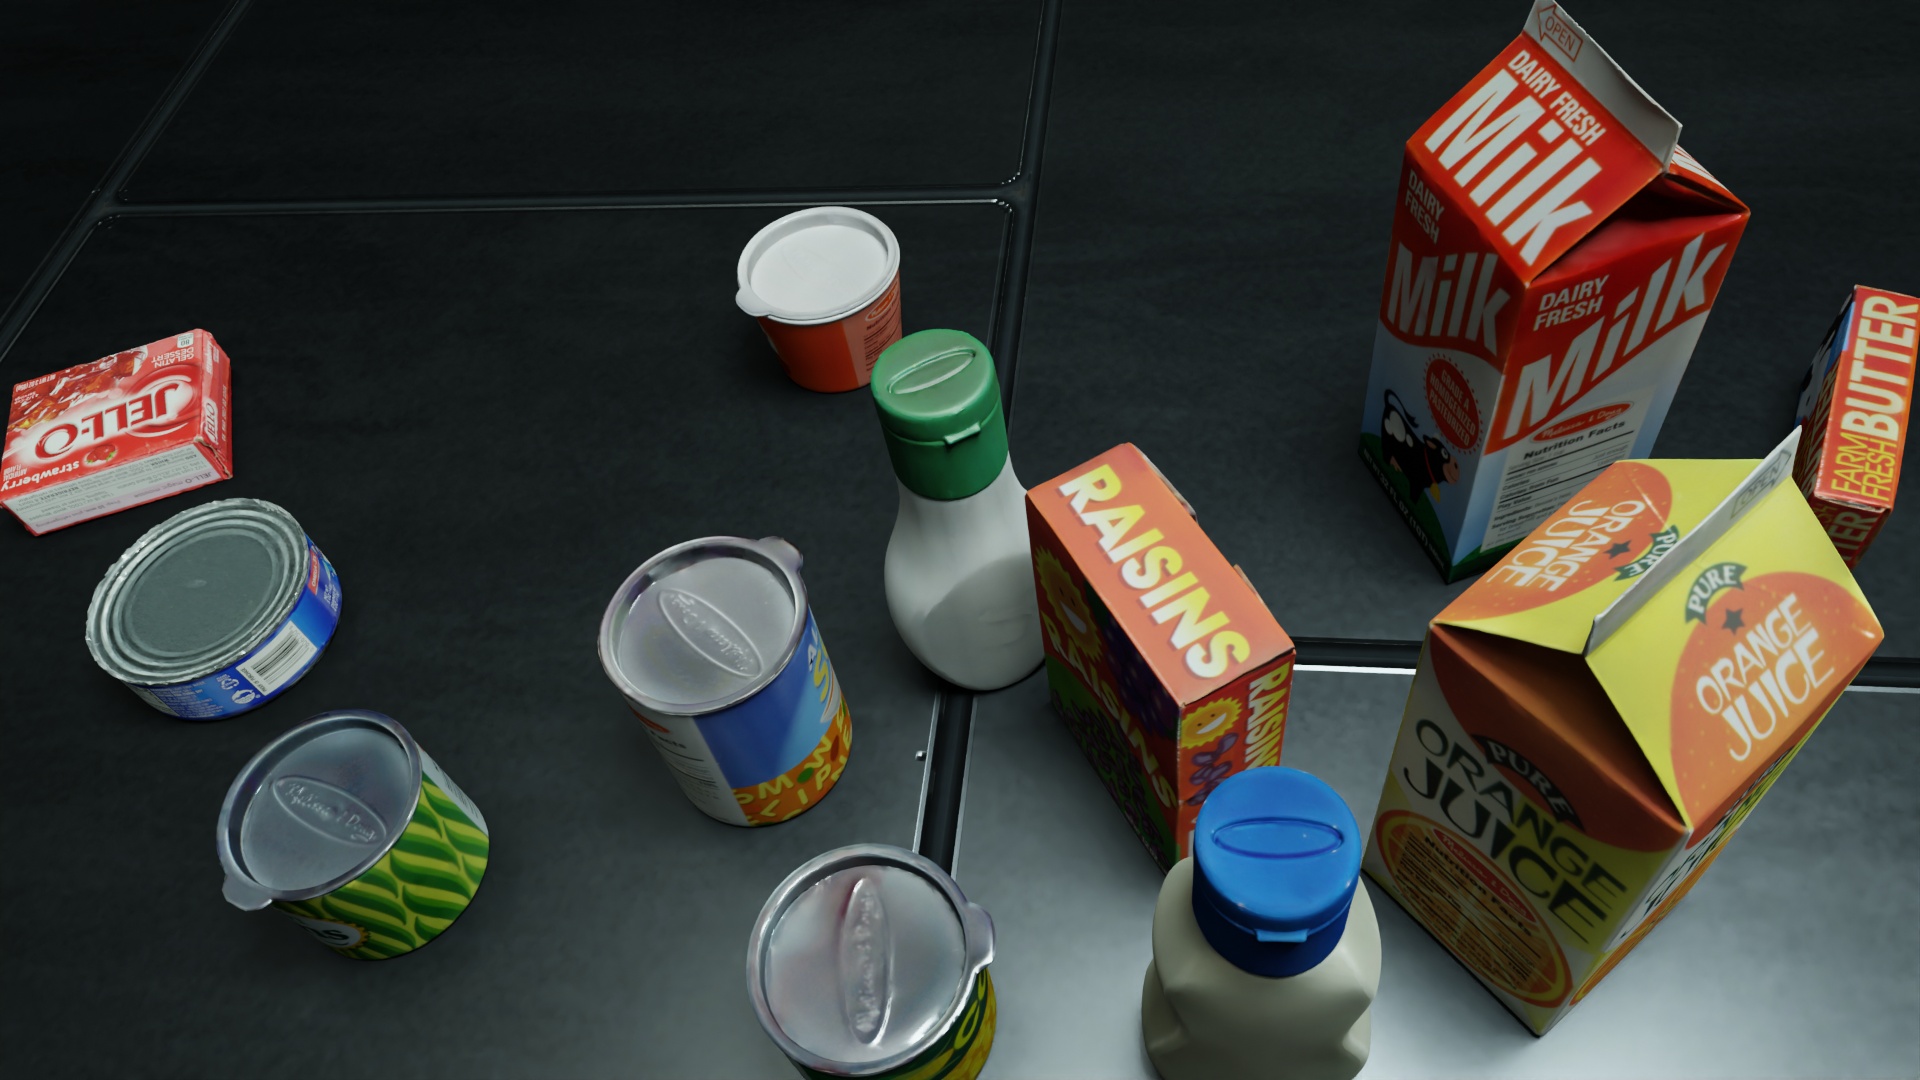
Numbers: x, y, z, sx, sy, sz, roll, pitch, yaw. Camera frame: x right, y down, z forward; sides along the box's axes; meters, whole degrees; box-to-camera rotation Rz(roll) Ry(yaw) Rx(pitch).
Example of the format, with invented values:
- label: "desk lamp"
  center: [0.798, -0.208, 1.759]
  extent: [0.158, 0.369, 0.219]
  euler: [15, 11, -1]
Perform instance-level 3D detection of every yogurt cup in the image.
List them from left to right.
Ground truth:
- label: "yogurt cup"
  center: [-0.056, -0.100, 0.592]
  extent: [0.072, 0.053, 0.073]
  euler: [-4, 53, 6]

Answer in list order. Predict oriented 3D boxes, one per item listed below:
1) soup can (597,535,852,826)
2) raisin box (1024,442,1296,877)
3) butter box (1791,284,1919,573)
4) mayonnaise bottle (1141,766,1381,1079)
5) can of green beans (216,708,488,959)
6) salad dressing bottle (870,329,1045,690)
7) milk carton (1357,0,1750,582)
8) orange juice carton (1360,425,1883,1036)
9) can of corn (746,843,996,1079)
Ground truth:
- label: "soup can"
  center: [-0.073, 0.047, 0.467]
  extent: [0.071, 0.083, 0.072]
  euler: [-4, 54, 6]
- label: "raisin box"
  center: [0.060, 0.041, 0.426]
  extent: [0.040, 0.122, 0.086]
  euler: [-26, 54, -10]
- label: "butter box"
  center: [0.311, -0.036, 0.489]
  extent: [0.024, 0.053, 0.104]
  euler: [18, 58, 20]
- label: "mayonnaise bottle"
  center: [0.078, 0.107, 0.360]
  extent: [0.065, 0.147, 0.041]
  euler: [-1, 54, 8]
- label: "can of green beans"
  center: [-0.200, 0.099, 0.464]
  extent: [0.071, 0.057, 0.071]
  euler: [-4, 53, 6]
- label: "salad dressing bottle"
  center: [0.002, -0.006, 0.455]
  extent: [0.064, 0.147, 0.044]
  euler: [-25, 54, -9]
- label: "milk carton"
  center: [0.187, -0.076, 0.453]
  extent: [0.073, 0.189, 0.072]
  euler: [-18, 53, -5]
- label: "orange juice carton"
  center: [0.164, 0.051, 0.360]
  extent: [0.072, 0.191, 0.073]
  euler: [-35, 57, -17]
- label: "can of corn"
  center: [-0.022, 0.132, 0.412]
  extent: [0.071, 0.058, 0.071]
  euler: [-4, 53, 6]
